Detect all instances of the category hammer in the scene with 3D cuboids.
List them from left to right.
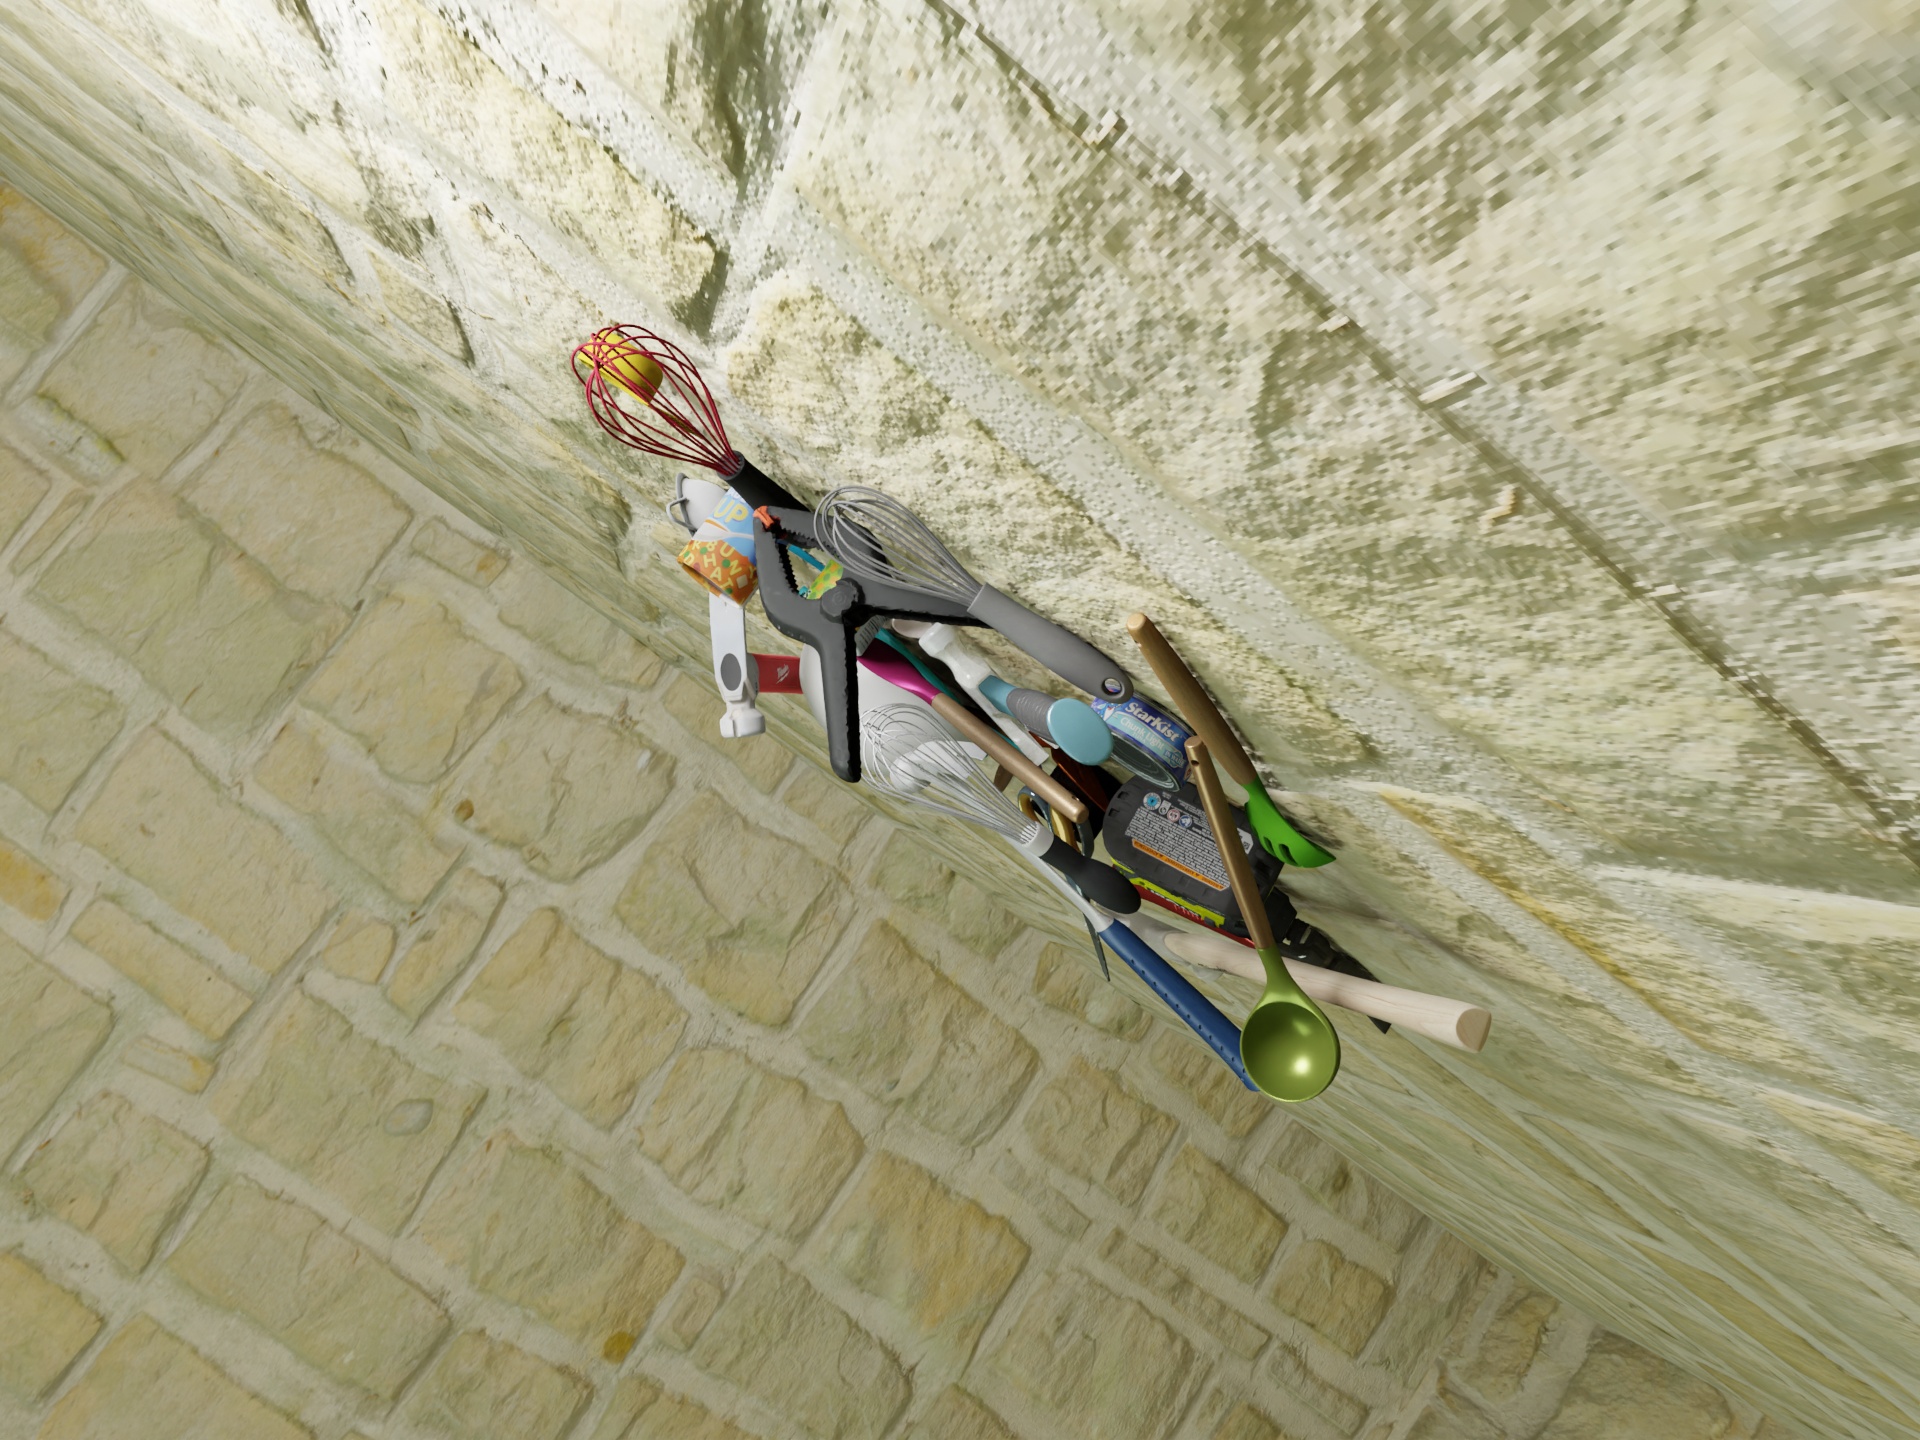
[{"bbox_3d":[-0.158,-0.059,1.534,0.038,0.143,0.386,-6,180,11],"label":"hammer"},{"bbox_3d":[0.045,-0.009,1.098,0.128,0.033,0.331,46,177,-11],"label":"hammer"},{"bbox_3d":[0.113,0.161,1.306,0.405,0.035,0.144,43,160,-8],"label":"hammer"},{"bbox_3d":[0.270,0.206,1.580,0.149,0.037,0.359,41,169,-31],"label":"hammer"},{"bbox_3d":[0.256,0.201,1.270,0.146,0.038,0.411,25,171,-23],"label":"hammer"}]

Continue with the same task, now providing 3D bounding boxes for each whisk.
[{"bbox_3d":[-0.170,-0.186,1.103,0.073,0.073,0.295,30,175,30],"label":"whisk"},{"bbox_3d":[0.010,-0.077,1.034,0.239,0.055,0.055,32,171,-3],"label":"whisk"},{"bbox_3d":[0.034,0.072,1.193,0.284,0.070,0.070,34,172,-24],"label":"whisk"}]

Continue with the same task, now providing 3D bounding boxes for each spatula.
[{"bbox_3d":[0.050,0.049,1.624,0.060,0.018,0.316,39,171,4],"label":"spatula"},{"bbox_3d":[0.045,0.018,1.413,0.081,0.041,0.323,44,169,-26],"label":"spatula"}]

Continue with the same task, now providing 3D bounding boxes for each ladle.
[{"bbox_3d":[0.205,0.147,1.129,0.078,0.062,0.319,1,128,35],"label":"ladle"}]

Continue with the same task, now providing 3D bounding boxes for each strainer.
[{"bbox_3d":[-0.208,-0.165,1.399,0.258,0.050,0.087,73,179,-86],"label":"strainer"},{"bbox_3d":[-0.048,0.009,1.404,0.210,0.095,0.341,49,172,-33],"label":"strainer"}]

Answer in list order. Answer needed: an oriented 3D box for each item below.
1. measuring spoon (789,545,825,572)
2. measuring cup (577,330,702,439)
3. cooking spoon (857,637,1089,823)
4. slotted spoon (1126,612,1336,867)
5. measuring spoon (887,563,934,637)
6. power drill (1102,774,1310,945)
[{"bbox_3d":[-0.138,-0.133,1.357,0.128,0.021,0.042,35,171,1],"label":"measuring spoon"},{"bbox_3d":[-0.216,-0.236,1.135,0.062,0.029,0.156,33,-177,19],"label":"measuring cup"},{"bbox_3d":[-0.002,-0.004,1.231,0.068,0.017,0.319,11,-160,-42],"label":"cooking spoon"},{"bbox_3d":[0.171,0.022,1.015,0.070,0.031,0.313,34,171,42],"label":"slotted spoon"},{"bbox_3d":[-0.051,-0.103,1.224,0.034,0.018,0.124,-1,149,22],"label":"measuring spoon"},{"bbox_3d":[0.199,0.120,1.275,0.171,0.080,0.223,27,172,19],"label":"power drill"}]
